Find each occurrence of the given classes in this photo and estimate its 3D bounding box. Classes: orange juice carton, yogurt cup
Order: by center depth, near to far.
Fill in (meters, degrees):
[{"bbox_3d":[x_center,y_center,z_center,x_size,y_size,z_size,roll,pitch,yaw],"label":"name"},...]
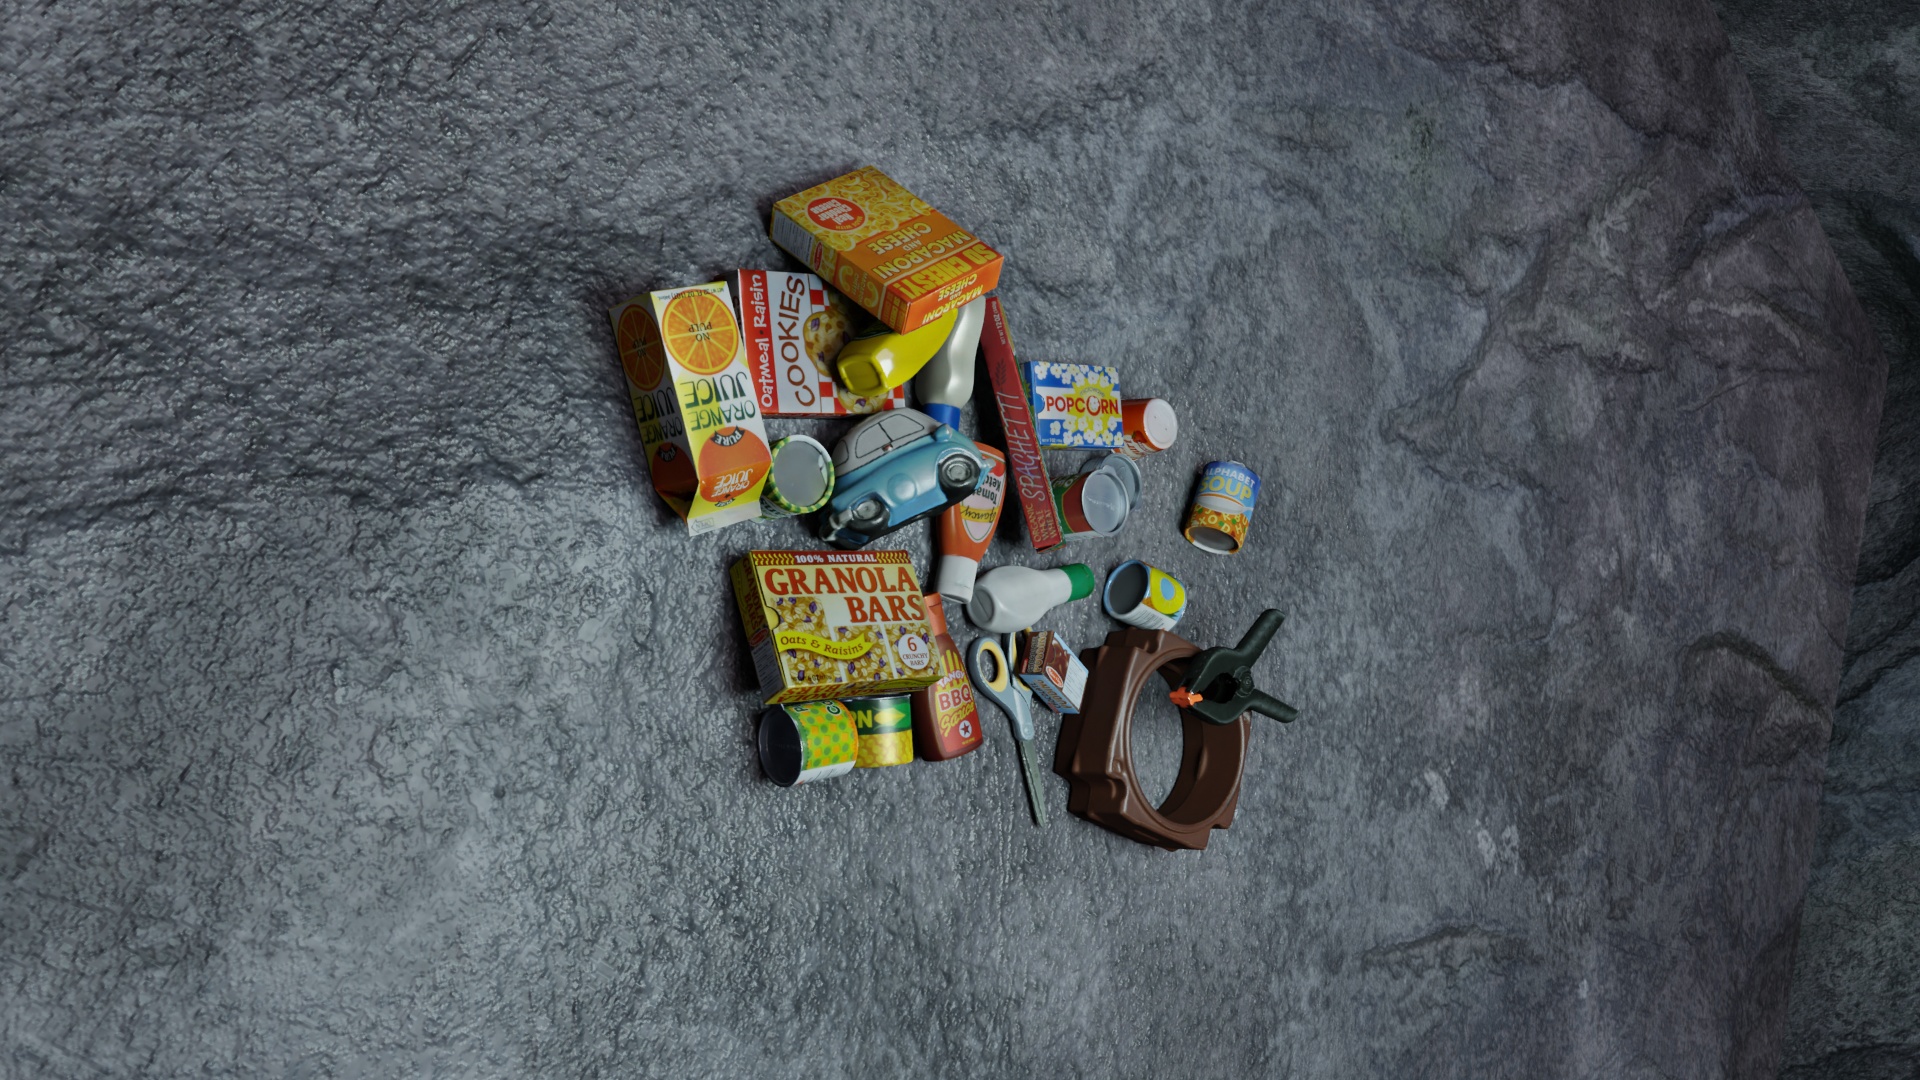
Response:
[{"bbox_3d":[-0.211,-0.104,1.114,0.072,0.073,0.192,-18,96,-41],"label":"orange juice carton"},{"bbox_3d":[0.192,-0.120,1.470,0.072,0.054,0.072,7,80,-40],"label":"yogurt cup"}]

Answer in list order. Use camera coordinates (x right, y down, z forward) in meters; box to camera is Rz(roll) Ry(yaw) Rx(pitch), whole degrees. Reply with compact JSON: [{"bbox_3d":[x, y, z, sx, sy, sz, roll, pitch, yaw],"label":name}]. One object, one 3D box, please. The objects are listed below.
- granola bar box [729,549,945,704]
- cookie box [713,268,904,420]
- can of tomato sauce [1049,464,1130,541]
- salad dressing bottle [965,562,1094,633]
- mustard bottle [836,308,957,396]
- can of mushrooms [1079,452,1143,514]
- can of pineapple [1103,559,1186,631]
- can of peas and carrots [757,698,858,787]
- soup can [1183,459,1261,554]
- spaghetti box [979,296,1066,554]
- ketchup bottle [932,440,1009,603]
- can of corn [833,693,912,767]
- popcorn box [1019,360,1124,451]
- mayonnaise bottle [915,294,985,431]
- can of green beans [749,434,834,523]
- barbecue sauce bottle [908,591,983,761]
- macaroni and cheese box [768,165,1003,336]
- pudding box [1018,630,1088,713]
[{"bbox_3d":[-0.102,0.070,1.179,0.166,0.039,0.124,0,63,-40],"label":"granola bar box"},{"bbox_3d":[-0.130,-0.168,1.213,0.168,0.040,0.123,-4,87,-42],"label":"cookie box"},{"bbox_3d":[0.115,-0.035,1.374,0.071,0.083,0.071,6,80,-40],"label":"can of tomato sauce"},{"bbox_3d":[0.071,0.051,1.349,0.148,0.043,0.064,-11,64,-44],"label":"salad dressing bottle"},{"bbox_3d":[-0.044,-0.184,1.224,0.161,0.065,0.048,-50,124,-41],"label":"mustard bottle"},{"bbox_3d":[0.156,-0.055,1.445,0.071,0.033,0.071,7,79,-40],"label":"can of mushrooms"},{"bbox_3d":[0.190,0.057,1.438,0.058,0.071,0.071,26,68,-35],"label":"can of pineapple"},{"bbox_3d":[-0.127,0.165,1.154,0.059,0.071,0.071,-4,87,-41],"label":"can of peas and carrots"},{"bbox_3d":[0.289,-0.037,1.530,0.071,0.071,0.084,36,63,-31],"label":"soup can"},{"bbox_3d":[0.056,-0.109,1.333,0.050,0.028,0.250,22,54,-80],"label":"spaghetti box"},{"bbox_3d":[0.005,-0.016,1.305,0.065,0.043,0.149,21,72,-32],"label":"ketchup bottle"},{"bbox_3d":[-0.077,0.164,1.197,0.071,0.071,0.058,0,85,-40],"label":"can of corn"},{"bbox_3d":[0.109,-0.135,1.412,0.127,0.038,0.085,-2,87,-41],"label":"popcorn box"},{"bbox_3d":[-0.013,-0.159,1.298,0.041,0.064,0.148,13,80,-41],"label":"mayonnaise bottle"},{"bbox_3d":[-0.148,-0.053,1.170,0.071,0.057,0.071,6,81,-40],"label":"can of green beans"},{"bbox_3d":[-0.022,0.122,1.263,0.065,0.043,0.148,-15,93,-47],"label":"barbecue sauce bottle"},{"bbox_3d":[-0.065,-0.256,1.214,0.167,0.040,0.124,39,49,21],"label":"macaroni and cheese box"},{"bbox_3d":[0.092,0.128,1.351,0.083,0.030,0.050,49,47,-43],"label":"pudding box"}]
